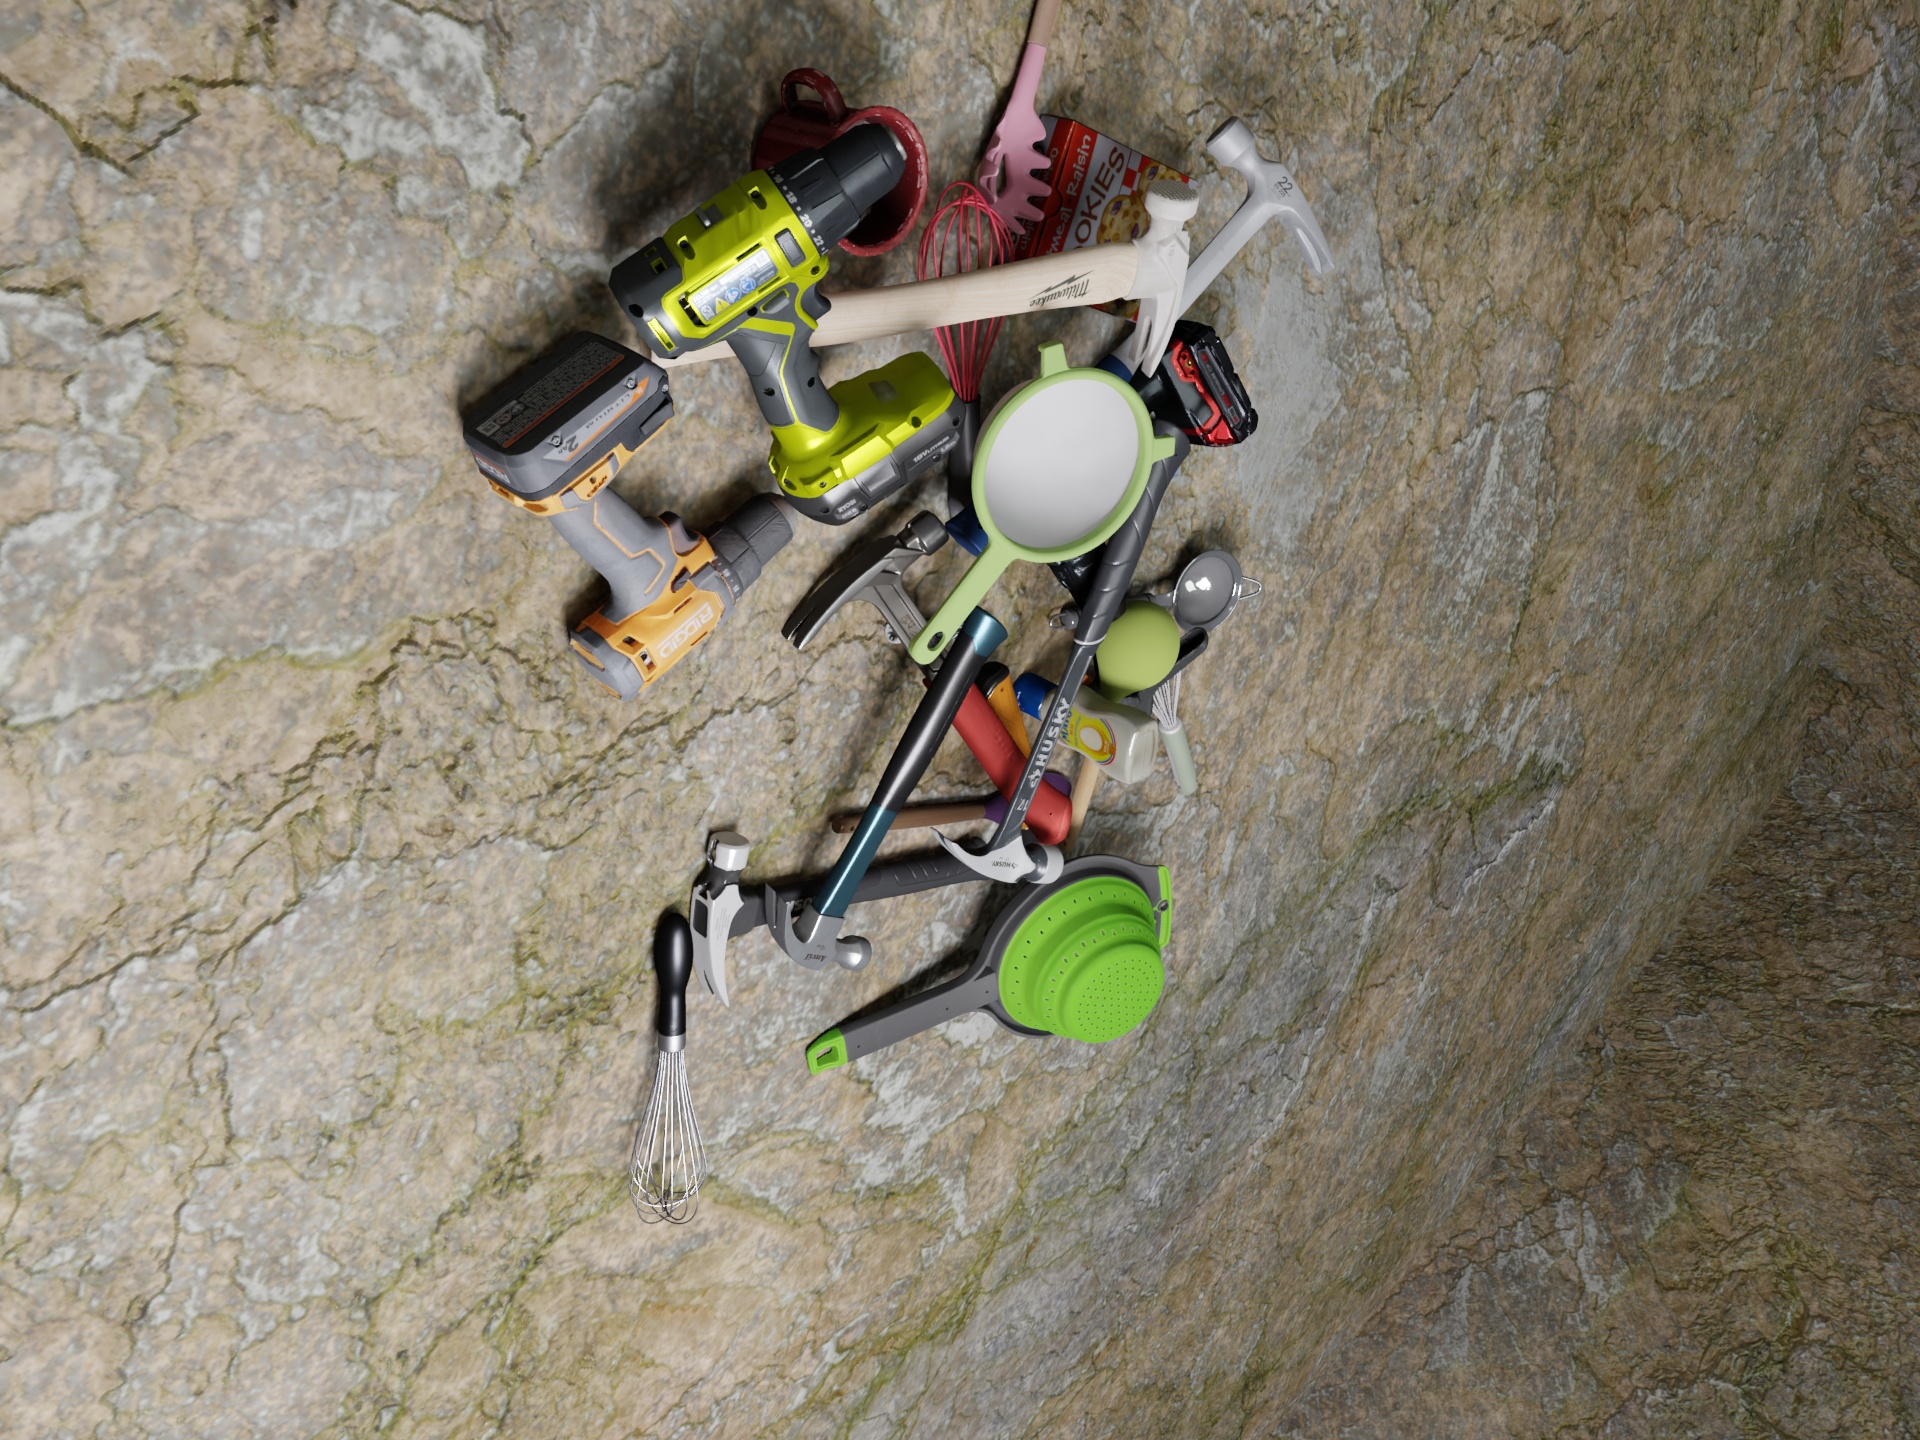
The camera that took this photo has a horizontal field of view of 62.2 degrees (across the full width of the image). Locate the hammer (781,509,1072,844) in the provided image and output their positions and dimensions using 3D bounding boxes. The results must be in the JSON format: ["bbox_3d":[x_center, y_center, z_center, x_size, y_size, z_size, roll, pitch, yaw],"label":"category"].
[{"bbox_3d":[-0.002,-0.004,1.327,0.149,0.037,0.358,-41,131,-8],"label":"hammer"}]

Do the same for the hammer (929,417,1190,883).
[{"bbox_3d":[0.096,-0.053,1.317,0.149,0.036,0.409,10,105,-46],"label":"hammer"}]

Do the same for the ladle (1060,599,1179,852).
[{"bbox_3d":[0.136,0.016,1.484,0.062,0.078,0.320,-31,150,-32],"label":"ladle"}]

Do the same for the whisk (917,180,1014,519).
[{"bbox_3d":[0.004,-0.264,1.214,0.073,0.073,0.295,-31,138,-32],"label":"whisk"}]

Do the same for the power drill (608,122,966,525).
[{"bbox_3d":[-0.086,-0.249,1.010,0.190,0.080,0.228,-34,139,2],"label":"power drill"}]

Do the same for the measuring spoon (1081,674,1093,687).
[{"bbox_3d":[0.130,-0.016,1.539,0.021,0.011,0.116,-41,136,-1],"label":"measuring spoon"}]

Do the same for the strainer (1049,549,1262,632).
[{"bbox_3d":[0.181,-0.115,1.511,0.258,0.050,0.086,-14,119,-36],"label":"strainer"}]

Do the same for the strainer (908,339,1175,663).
[{"bbox_3d":[0.033,-0.157,1.195,0.151,0.069,0.256,29,103,-39],"label":"strainer"}]

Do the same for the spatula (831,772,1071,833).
[{"bbox_3d":[0.001,0.082,1.447,0.315,0.018,0.059,-3,113,-48],"label":"spatula"}]

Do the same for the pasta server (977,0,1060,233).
[{"bbox_3d":[0.068,-0.515,1.148,0.060,0.040,0.316,2,109,-46],"label":"pasta server"}]

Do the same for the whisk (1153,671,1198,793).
[{"bbox_3d":[0.210,-0.001,1.611,0.059,0.058,0.246,-19,138,4],"label":"whisk"}]

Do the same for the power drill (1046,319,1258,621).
[{"bbox_3d":[0.144,-0.210,1.347,0.227,0.080,0.187,-42,121,-13],"label":"power drill"}]

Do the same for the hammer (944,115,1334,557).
[{"bbox_3d":[0.138,-0.286,1.263,0.144,0.035,0.405,43,81,-15],"label":"hammer"}]

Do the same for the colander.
[{"bbox_3d":[0.053,0.262,1.481,0.397,0.095,0.204,-20,126,-20],"label":"colander"}]

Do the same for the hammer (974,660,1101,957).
[{"bbox_3d":[0.068,0.079,1.475,0.127,0.034,0.336,-36,132,-23],"label":"hammer"}]

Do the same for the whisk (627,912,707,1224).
[{"bbox_3d":[-0.233,0.285,1.284,0.070,0.070,0.284,-13,117,-43],"label":"whisk"}]

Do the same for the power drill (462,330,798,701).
[{"bbox_3d":[-0.203,-0.143,1.045,0.185,0.084,0.226,-44,142,-21],"label":"power drill"}]

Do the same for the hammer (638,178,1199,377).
[{"bbox_3d":[-0.021,-0.283,1.109,0.410,0.038,0.146,-15,137,-23],"label":"hammer"}]

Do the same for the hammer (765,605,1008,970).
[{"bbox_3d":[-0.053,0.057,1.278,0.128,0.033,0.331,17,106,-48],"label":"hammer"}]

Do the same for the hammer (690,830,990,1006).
[{"bbox_3d":[-0.092,0.149,1.374,0.334,0.035,0.146,-6,116,-46],"label":"hammer"}]
